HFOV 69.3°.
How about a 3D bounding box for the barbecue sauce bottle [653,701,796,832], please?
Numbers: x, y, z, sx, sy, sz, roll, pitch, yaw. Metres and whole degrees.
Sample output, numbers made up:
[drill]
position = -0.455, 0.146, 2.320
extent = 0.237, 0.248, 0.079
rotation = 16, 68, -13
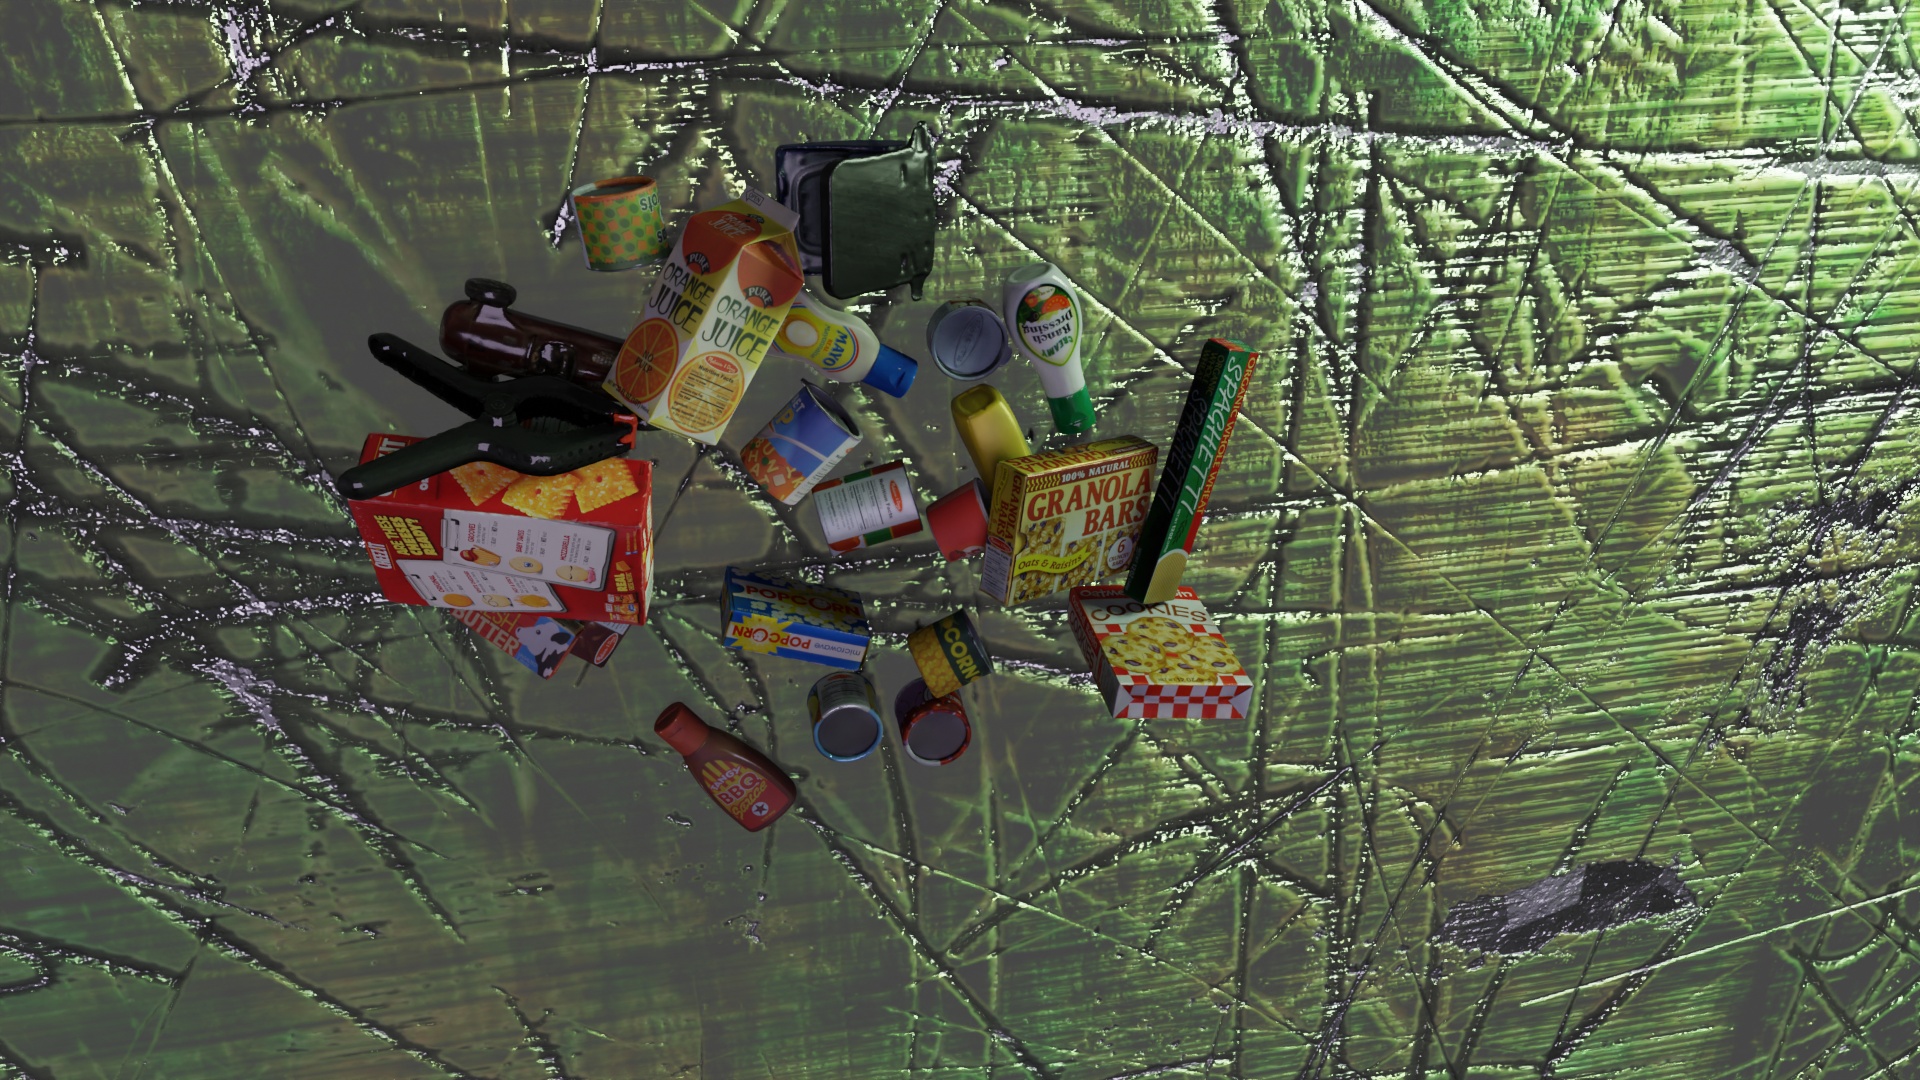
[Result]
[barbecue sauce bottle]
position = -0.224, 0.210, 1.305
extent = 0.065, 0.044, 0.148
rotation = -38, 116, 9

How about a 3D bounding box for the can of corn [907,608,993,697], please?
[can of corn]
position = -0.010, 0.105, 1.283
extent = 0.058, 0.071, 0.071
rotation = -26, 118, 3

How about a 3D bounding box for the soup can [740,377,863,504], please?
[soup can]
position = -0.136, -0.083, 1.169
extent = 0.083, 0.071, 0.071
rotation = -43, 116, 11

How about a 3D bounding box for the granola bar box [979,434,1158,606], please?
[granola bar box]
position = 0.097, -0.020, 1.219
extent = 0.166, 0.039, 0.123
rotation = -14, 122, -39

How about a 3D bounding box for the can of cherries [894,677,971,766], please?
[can of cherries]
position = -0.025, 0.169, 1.318
extent = 0.071, 0.058, 0.071
rotation = -5, 117, -9

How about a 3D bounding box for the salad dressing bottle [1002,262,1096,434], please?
[salad dressing bottle]
position = 0.080, -0.162, 1.186
extent = 0.064, 0.044, 0.147
rotation = -22, 118, -3

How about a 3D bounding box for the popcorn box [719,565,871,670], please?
[popcorn box]
position = -0.147, 0.069, 1.229
extent = 0.127, 0.085, 0.038
rotation = 13, 113, -17

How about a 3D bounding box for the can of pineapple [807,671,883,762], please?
[can of pineapple]
position = -0.108, 0.167, 1.300
extent = 0.071, 0.058, 0.070
rotation = -5, 117, -9

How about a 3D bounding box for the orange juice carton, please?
[orange juice carton]
position = -0.189, -0.178, 1.073
extent = 0.073, 0.072, 0.192
rotation = 21, 101, -52

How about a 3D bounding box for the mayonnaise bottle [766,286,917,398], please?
[mayonnaise bottle]
position = -0.107, -0.164, 1.148
extent = 0.148, 0.041, 0.064
rotation = 24, 105, -20

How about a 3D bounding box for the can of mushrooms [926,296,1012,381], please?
[can of mushrooms]
position = 0.007, -0.170, 1.174
extent = 0.071, 0.033, 0.070
rotation = -5, 116, -9

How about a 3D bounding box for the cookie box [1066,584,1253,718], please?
[cookie box]
position = 0.177, 0.098, 1.263
extent = 0.123, 0.168, 0.040
rotation = 1, 118, -12

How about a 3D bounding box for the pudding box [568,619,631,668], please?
[pudding box]
position = -0.316, 0.065, 1.224
extent = 0.049, 0.030, 0.083
rotation = 29, 107, -24

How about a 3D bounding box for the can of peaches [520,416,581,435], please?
[can of peaches]
position = -0.337, -0.073, 1.134
extent = 0.058, 0.071, 0.071
rotation = 12, 113, -17

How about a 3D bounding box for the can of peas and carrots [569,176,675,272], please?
[can of peas and carrots]
position = -0.258, -0.243, 1.065
extent = 0.071, 0.071, 0.058
rotation = -11, 117, -6

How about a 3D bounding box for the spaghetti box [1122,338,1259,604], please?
[spaghetti box]
position = 0.206, -0.060, 1.250
extent = 0.050, 0.029, 0.249
rotation = -4, 117, -46

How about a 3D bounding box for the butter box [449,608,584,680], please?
[butter box]
position = -0.382, 0.069, 1.197
extent = 0.103, 0.024, 0.053
rotation = 35, 105, -2

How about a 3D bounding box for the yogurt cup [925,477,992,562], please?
[yogurt cup]
position = 0.004, -0.015, 1.232
extent = 0.054, 0.073, 0.072
rotation = -23, 118, 9

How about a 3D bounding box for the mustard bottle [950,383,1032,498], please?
[mustard bottle]
position = 0.043, -0.061, 1.220
extent = 0.049, 0.065, 0.159
rotation = -30, 124, -3

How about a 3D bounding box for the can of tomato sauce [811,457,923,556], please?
[can of tomato sauce]
position = -0.081, -0.028, 1.208
extent = 0.083, 0.071, 0.071
rotation = -17, 118, -2
